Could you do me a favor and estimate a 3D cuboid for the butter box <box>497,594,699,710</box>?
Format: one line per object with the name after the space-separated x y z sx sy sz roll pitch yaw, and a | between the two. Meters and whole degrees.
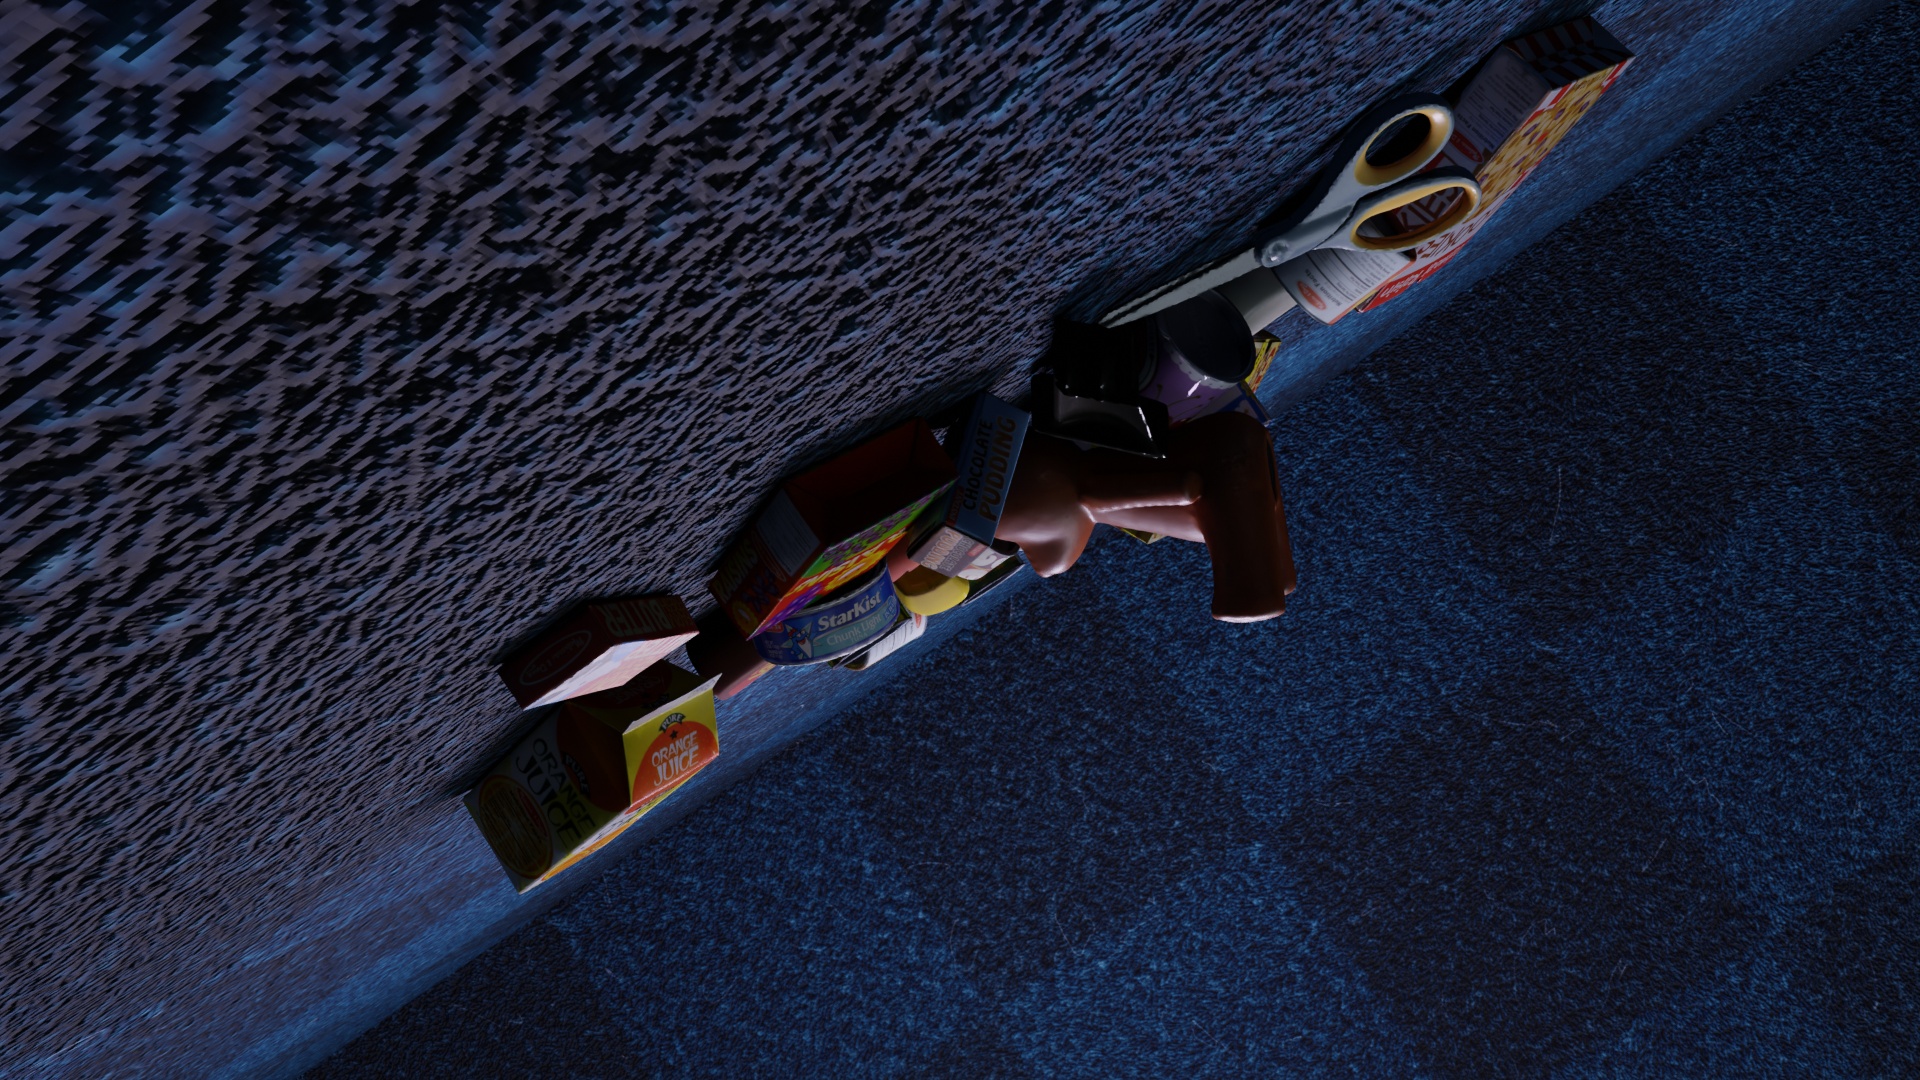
-0.165 0.050 0.647 0.053 0.024 0.103 -34 174 9 | butter box

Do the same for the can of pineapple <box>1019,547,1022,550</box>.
0.049 -0.036 0.946 0.058 0.071 0.070 -30 173 -32 | can of pineapple

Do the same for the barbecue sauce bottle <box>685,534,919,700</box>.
-0.095 0.039 0.851 0.149 0.043 0.065 -34 -173 -6 | barbecue sauce bottle

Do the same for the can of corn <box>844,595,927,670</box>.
-0.070 0.056 1.042 0.058 0.071 0.071 -29 172 -37 | can of corn

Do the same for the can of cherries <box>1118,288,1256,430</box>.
0.117 -0.103 0.769 0.072 0.071 0.058 -29 173 -41 | can of cherries

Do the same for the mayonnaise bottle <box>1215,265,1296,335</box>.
0.137 -0.122 0.840 0.147 0.041 0.065 -35 174 23 | mayonnaise bottle

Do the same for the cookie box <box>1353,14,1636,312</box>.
0.295 -0.215 0.802 0.123 0.040 0.166 -29 162 -41 | cookie box

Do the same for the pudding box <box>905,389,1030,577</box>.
0.004 -0.029 0.707 0.049 0.030 0.084 -44 -155 57 | pudding box

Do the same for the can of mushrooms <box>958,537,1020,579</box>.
0.003 -0.011 0.892 0.033 0.071 0.071 -36 174 28 | can of mushrooms

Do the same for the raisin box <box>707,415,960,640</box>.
-0.065 -0.004 0.683 0.086 0.040 0.123 -31 172 -35 | raisin box

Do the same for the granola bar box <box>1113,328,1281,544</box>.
0.176 -0.083 1.032 0.165 0.039 0.124 -64 164 17 | granola bar box

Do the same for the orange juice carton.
-0.215 0.134 0.830 0.192 0.073 0.072 -39 172 38 | orange juice carton

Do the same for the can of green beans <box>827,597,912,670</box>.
-0.076 0.048 0.962 0.071 0.058 0.071 -33 174 -4 | can of green beans

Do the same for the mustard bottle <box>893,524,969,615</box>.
-0.022 0.023 0.974 0.049 0.065 0.160 -23 169 1 | mustard bottle

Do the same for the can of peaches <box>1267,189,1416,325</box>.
0.208 -0.163 0.766 0.058 0.071 0.071 -38 173 33 | can of peaches

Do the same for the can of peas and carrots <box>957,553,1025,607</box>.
0.010 0.016 1.179 0.071 0.059 0.071 -33 174 -4 | can of peas and carrots

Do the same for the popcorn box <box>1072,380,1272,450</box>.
0.138 -0.080 0.958 0.126 0.085 0.038 -36 172 23 | popcorn box
